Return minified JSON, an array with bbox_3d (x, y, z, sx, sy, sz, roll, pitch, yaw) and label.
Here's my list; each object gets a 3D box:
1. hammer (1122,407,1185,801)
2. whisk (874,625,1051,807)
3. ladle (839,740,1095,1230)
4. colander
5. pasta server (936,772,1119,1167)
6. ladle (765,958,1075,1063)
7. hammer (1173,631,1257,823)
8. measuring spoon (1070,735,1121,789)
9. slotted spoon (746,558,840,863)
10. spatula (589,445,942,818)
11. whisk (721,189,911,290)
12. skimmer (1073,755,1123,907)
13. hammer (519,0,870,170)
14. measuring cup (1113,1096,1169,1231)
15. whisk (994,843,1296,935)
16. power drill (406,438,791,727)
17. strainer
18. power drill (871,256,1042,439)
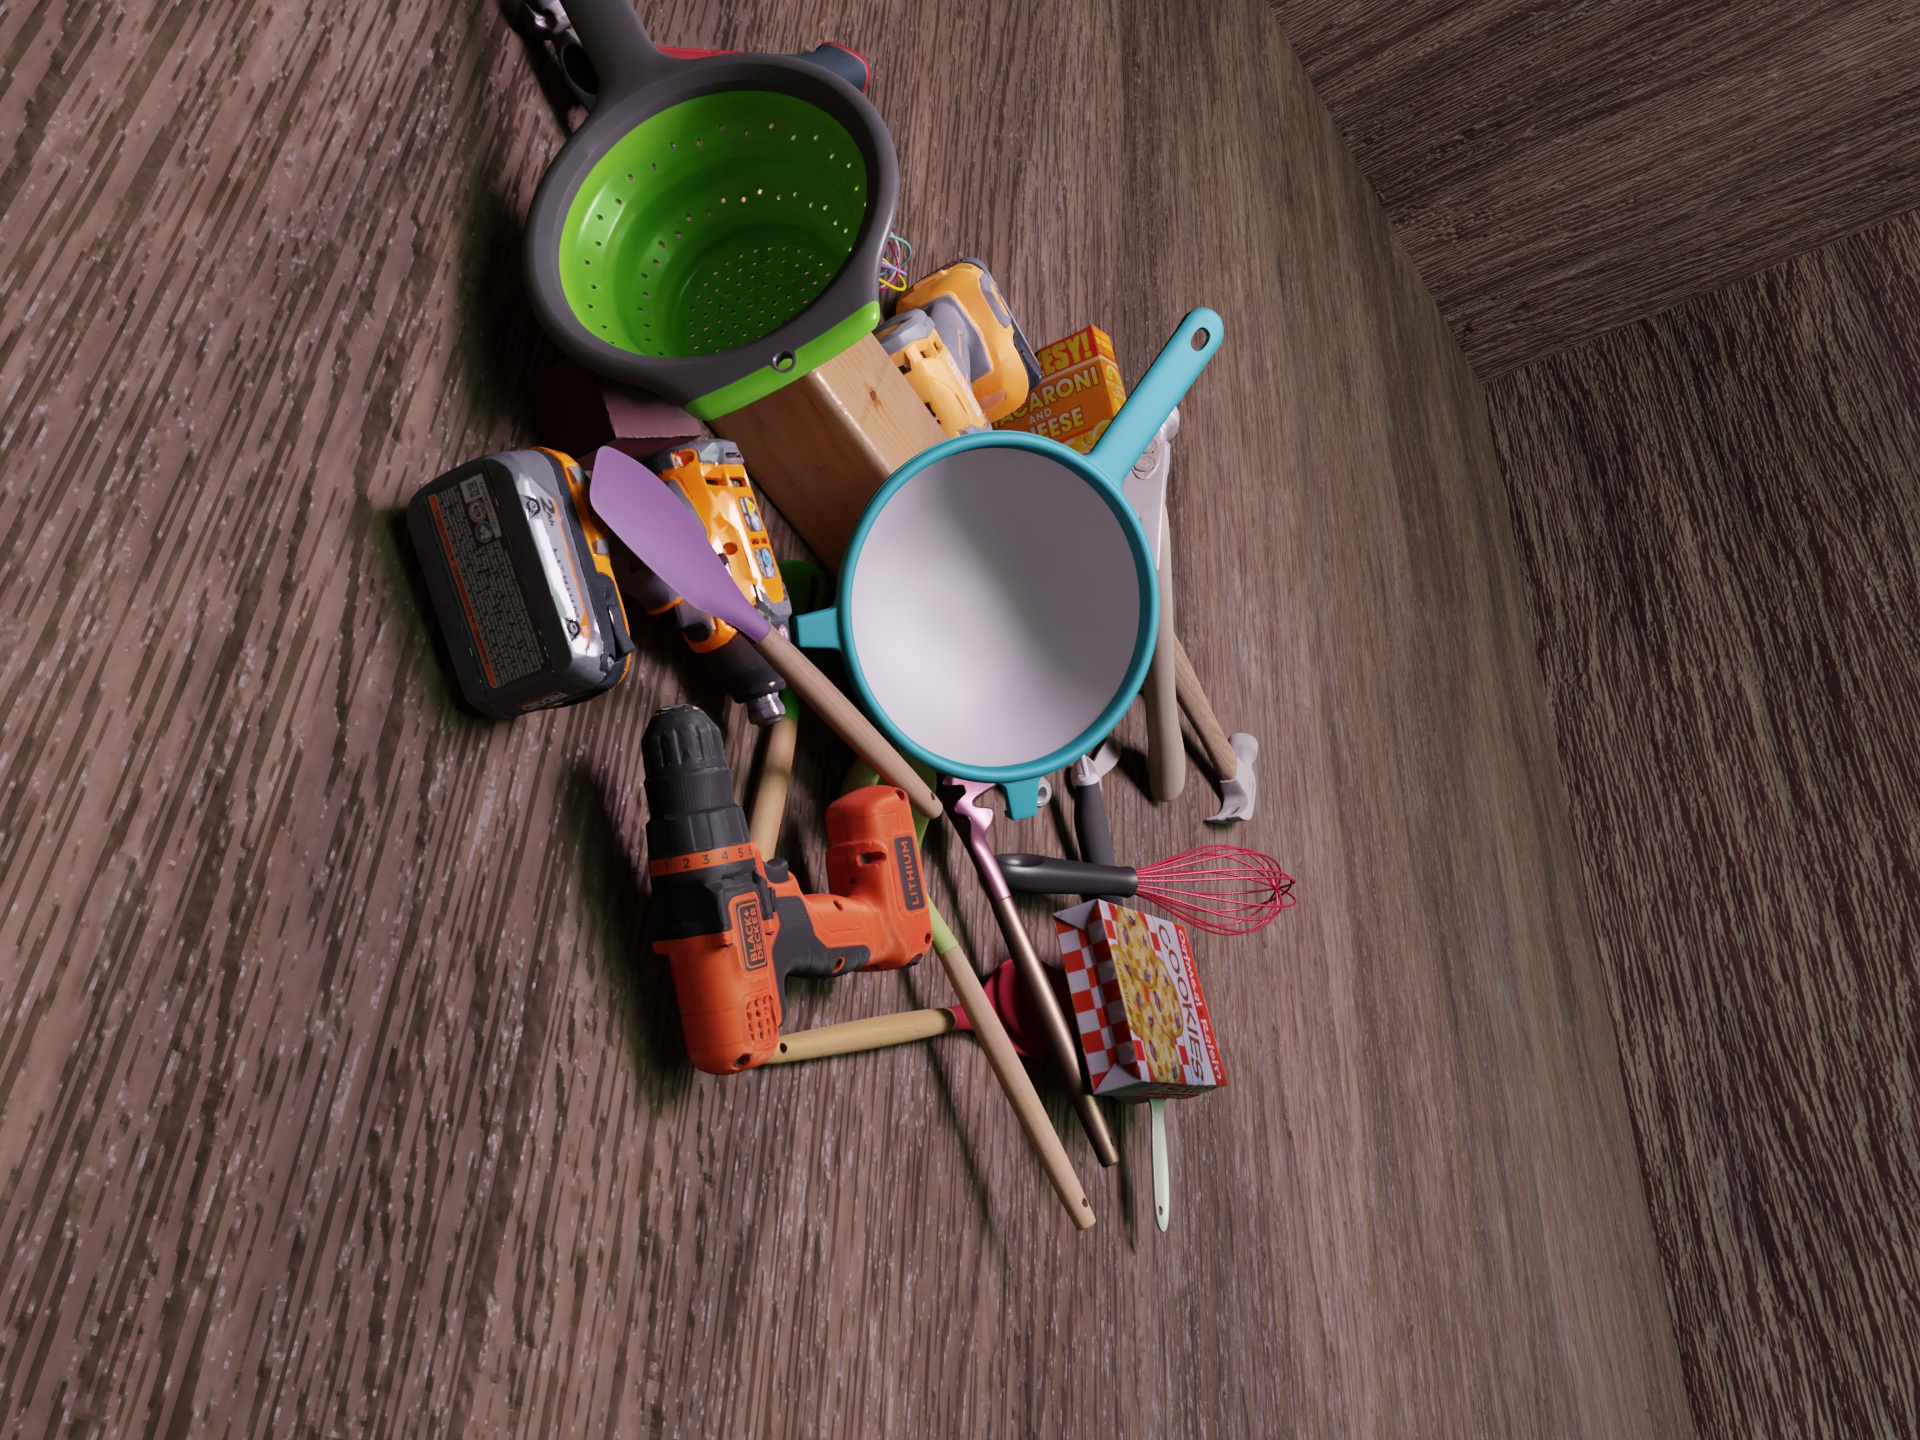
[{"bbox_3d":[0.150,-0.050,1.220,0.410,0.038,0.146,76,20,-54],"label":"hammer"},{"bbox_3d":[-0.002,-0.004,1.109,0.058,0.059,0.246,-51,134,-6],"label":"whisk"},{"bbox_3d":[0.013,0.161,0.973,0.078,0.062,0.320,-20,81,-55],"label":"ladle"},{"bbox_3d":[-0.156,-0.312,0.886,0.397,0.204,0.094,62,2,24],"label":"colander"},{"bbox_3d":[0.044,0.141,1.048,0.316,0.040,0.060,67,21,6],"label":"pasta server"},{"bbox_3d":[-0.021,0.187,0.976,0.315,0.031,0.069,6,62,-56],"label":"ladle"},{"bbox_3d":[0.204,-0.025,1.435,0.331,0.031,0.130,56,33,-39],"label":"hammer"},{"bbox_3d":[0.111,0.036,1.307,0.034,0.018,0.124,67,23,-6],"label":"measuring spoon"},{"bbox_3d":[-0.106,0.023,0.933,0.070,0.031,0.314,47,38,-40],"label":"slotted spoon"},{"bbox_3d":[-0.093,-0.034,0.852,0.315,0.018,0.060,48,31,-42],"label":"spatula"},{"bbox_3d":[-0.114,-0.351,1.130,0.244,0.051,0.047,6,74,-55],"label":"whisk"},{"bbox_3d":[0.113,-0.019,1.200,0.127,0.090,0.363,-57,137,-80],"label":"skimmer"},{"bbox_3d":[-0.145,-0.438,1.109,0.143,0.038,0.386,53,29,-3],"label":"hammer"},{"bbox_3d":[0.127,0.286,1.155,0.083,0.038,0.168,31,49,-48],"label":"measuring cup"},{"bbox_3d":[0.139,0.122,1.184,0.295,0.073,0.073,8,64,-34],"label":"whisk"},{"bbox_3d":[-0.166,-0.064,0.832,0.226,0.084,0.164,-20,92,-64],"label":"power drill"},{"bbox_3d":[0.047,-0.121,1.000,0.210,0.095,0.340,40,79,-21],"label":"strainer"},{"bbox_3d":[0.005,-0.237,1.188,0.185,0.084,0.226,58,23,-22],"label":"power drill"}]
